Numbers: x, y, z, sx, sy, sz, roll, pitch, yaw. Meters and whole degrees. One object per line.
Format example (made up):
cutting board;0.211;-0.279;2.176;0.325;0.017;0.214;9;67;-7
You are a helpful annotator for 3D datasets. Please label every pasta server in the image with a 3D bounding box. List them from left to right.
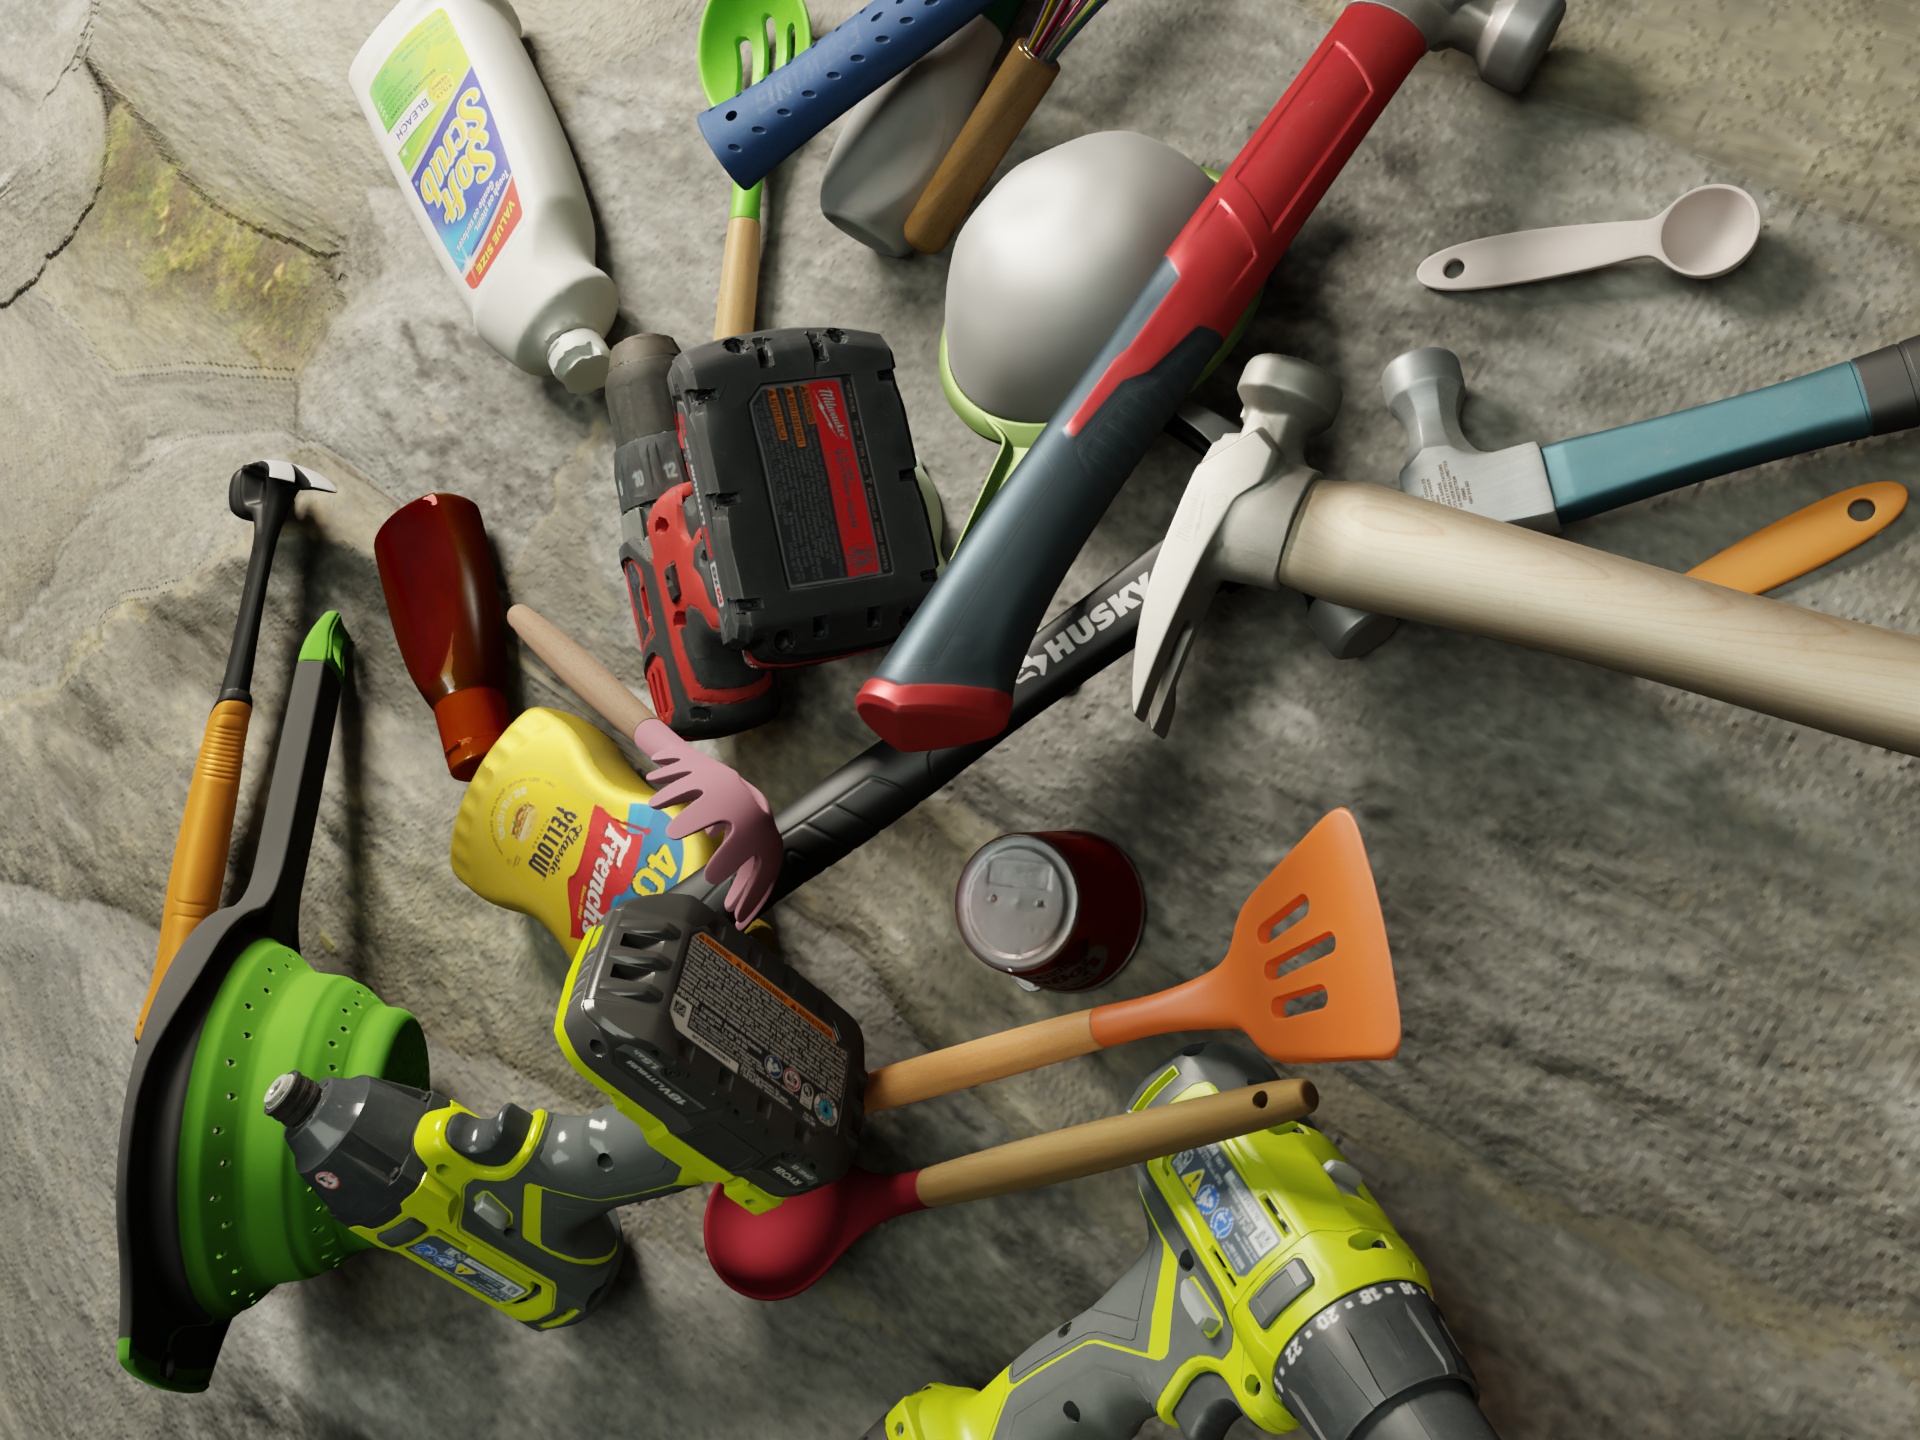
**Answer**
pasta server;-0.154;0.002;0.706;0.040;0.060;0.316;-39;36;-14

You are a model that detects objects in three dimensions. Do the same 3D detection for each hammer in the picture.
hammer;-0.410;0.021;0.886;0.127;0.034;0.337;9;88;55
hammer;-0.001;-0.002;0.652;0.335;0.035;0.146;-35;65;7
hammer;0.062;-0.357;0.680;0.405;0.035;0.144;-32;72;12
hammer;0.069;-0.156;0.568;0.143;0.038;0.386;31;71;12
hammer;0.246;-0.011;0.488;0.411;0.038;0.146;20;84;33
hammer;0.314;-0.113;0.528;0.331;0.033;0.128;-15;66;24

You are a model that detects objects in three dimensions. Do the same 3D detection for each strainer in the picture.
strainer;0.025;-0.144;0.631;0.151;0.069;0.256;8;65;36

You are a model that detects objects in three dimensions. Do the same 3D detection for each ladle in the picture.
ladle;0.004;0.172;0.606;0.315;0.031;0.069;-27;53;41

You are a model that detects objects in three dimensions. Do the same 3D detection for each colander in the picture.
colander;-0.312;0.120;0.796;0.094;0.204;0.397;2;62;-5

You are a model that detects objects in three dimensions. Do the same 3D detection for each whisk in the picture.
whisk;0.048;-0.289;0.650;0.051;0.047;0.245;45;127;7

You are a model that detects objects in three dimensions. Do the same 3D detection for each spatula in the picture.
spatula;0.029;0.120;0.600;0.322;0.041;0.081;-26;61;38

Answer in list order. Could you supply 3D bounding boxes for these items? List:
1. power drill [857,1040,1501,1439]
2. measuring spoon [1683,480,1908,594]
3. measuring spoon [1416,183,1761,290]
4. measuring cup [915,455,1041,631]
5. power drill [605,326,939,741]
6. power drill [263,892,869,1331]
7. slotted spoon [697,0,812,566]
power drill;0.070;0.250;0.545;0.228;0.080;0.191;-50;37;13
measuring spoon;0.271;-0.052;0.556;0.117;0.011;0.021;-29;68;22
measuring spoon;0.235;-0.176;0.601;0.124;0.018;0.034;2;82;36
measuring cup;-0.019;-0.065;0.702;0.168;0.038;0.083;38;99;28
power drill;-0.097;-0.093;0.659;0.227;0.080;0.188;164;94;-67
power drill;-0.164;0.166;0.654;0.223;0.171;0.080;-32;30;28
slotted spoon;-0.111;-0.222;0.790;0.070;0.031;0.314;1;83;29
